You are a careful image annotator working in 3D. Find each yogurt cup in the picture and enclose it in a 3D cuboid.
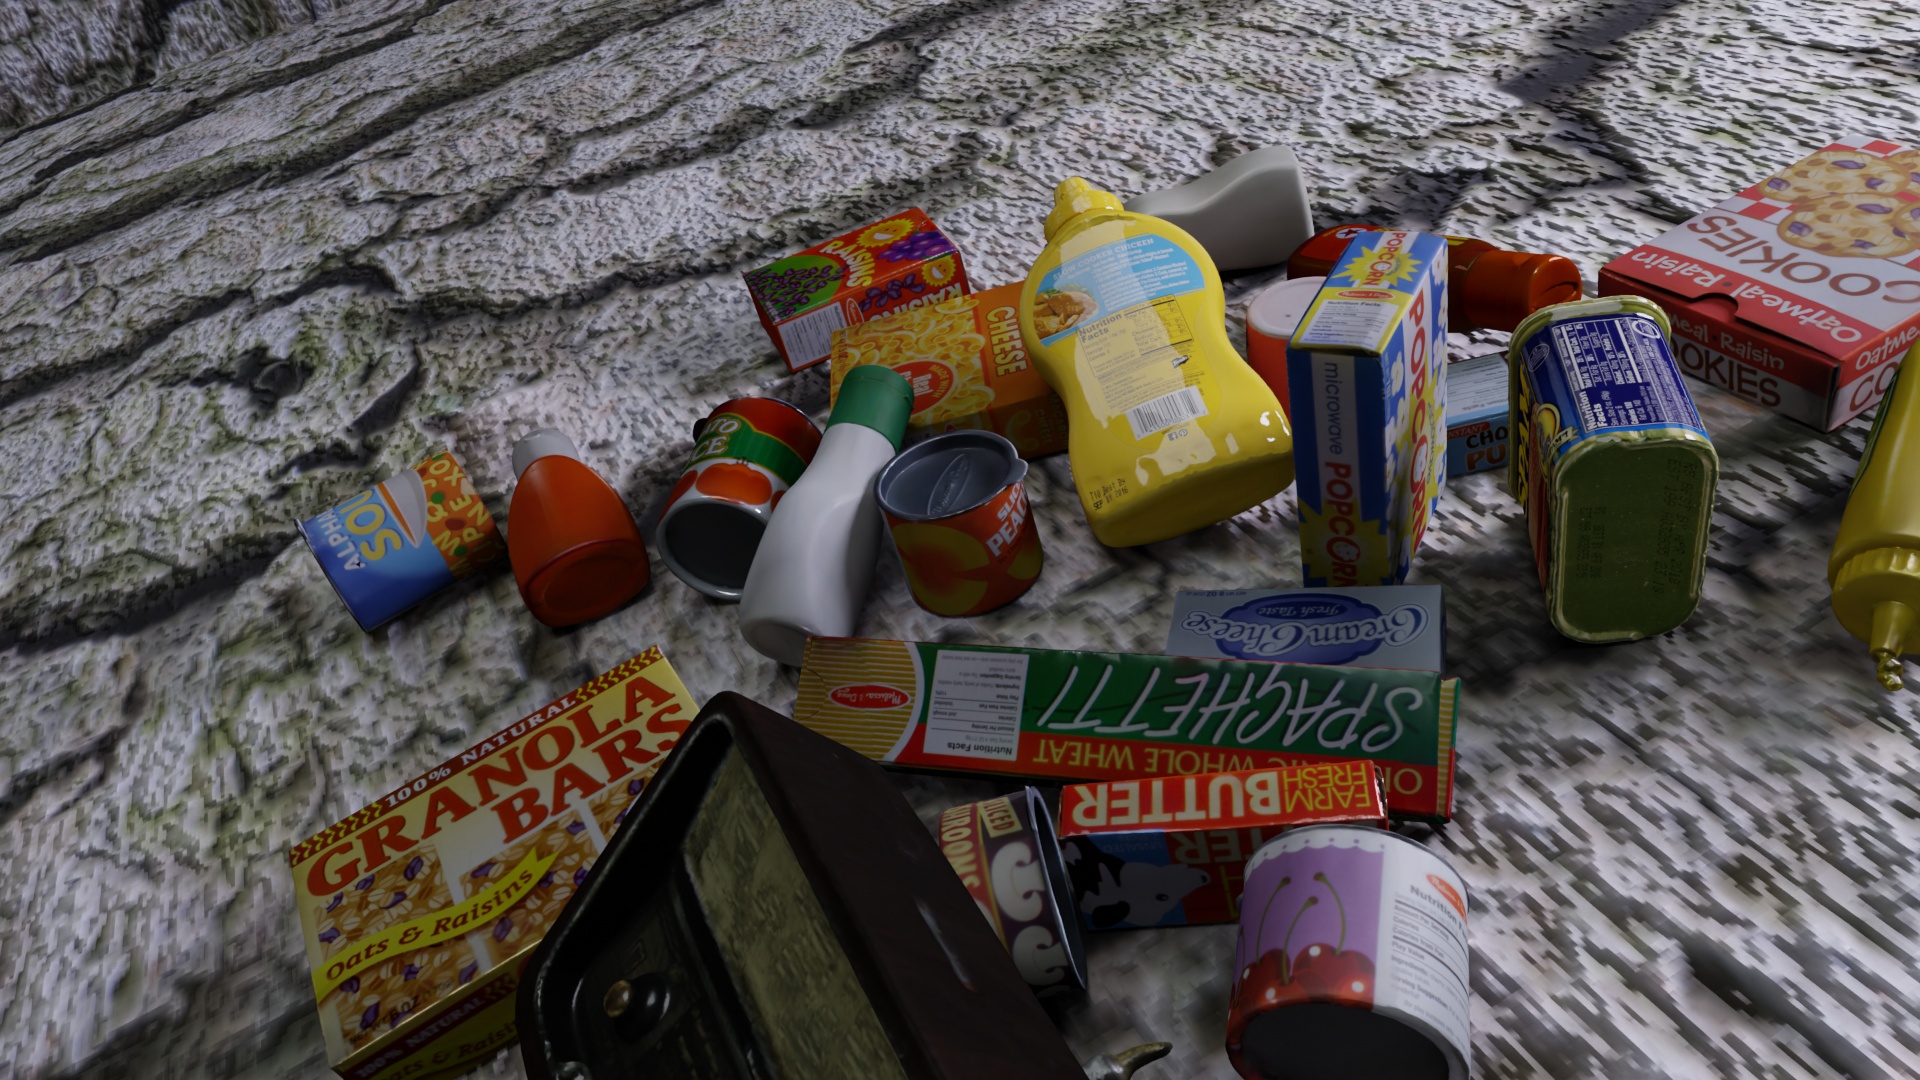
[{"bbox_3d":[0.168,-0.091,0.670,0.072,0.053,0.073,-11,37,9],"label":"yogurt cup"}]

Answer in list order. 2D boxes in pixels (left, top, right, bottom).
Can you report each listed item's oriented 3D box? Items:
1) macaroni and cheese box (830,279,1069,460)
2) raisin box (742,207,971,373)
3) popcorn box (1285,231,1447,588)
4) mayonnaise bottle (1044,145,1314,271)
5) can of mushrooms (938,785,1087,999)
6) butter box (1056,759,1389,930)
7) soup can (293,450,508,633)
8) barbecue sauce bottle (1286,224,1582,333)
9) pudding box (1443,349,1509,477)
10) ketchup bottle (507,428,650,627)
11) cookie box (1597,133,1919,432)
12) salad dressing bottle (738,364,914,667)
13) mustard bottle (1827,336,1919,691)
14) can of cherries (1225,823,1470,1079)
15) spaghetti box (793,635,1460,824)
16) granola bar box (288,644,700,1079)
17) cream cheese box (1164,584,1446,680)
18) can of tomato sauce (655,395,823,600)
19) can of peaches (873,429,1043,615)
[{"bbox_3d":[0.015,-0.088,0.742,0.166,0.040,0.124,-14,38,6],"label":"macaroni and cheese box"},{"bbox_3d":[-0.066,-0.160,0.871,0.123,0.040,0.086,-23,35,-8],"label":"raisin box"},{"bbox_3d":[0.165,-0.048,0.554,0.038,0.126,0.085,11,45,29],"label":"popcorn box"},{"bbox_3d":[0.123,-0.175,0.794,0.148,0.064,0.041,-15,37,9],"label":"mayonnaise bottle"},{"bbox_3d":[0.017,0.114,0.451,0.033,0.070,0.071,-15,36,6],"label":"can of mushrooms"},{"bbox_3d":[0.087,0.101,0.454,0.103,0.053,0.024,-8,39,14],"label":"butter box"},{"bbox_3d":[-0.293,-0.002,0.732,0.084,0.071,0.071,-32,38,-19],"label":"soup can"},{"bbox_3d":[0.229,-0.126,0.677,0.065,0.043,0.149,-24,25,-20],"label":"barbecue sauce bottle"},{"bbox_3d":[0.246,-0.060,0.618,0.084,0.030,0.050,-13,35,6],"label":"pudding box"},{"bbox_3d":[-0.210,-0.014,0.736,0.065,0.043,0.149,-25,36,-11],"label":"ketchup bottle"},{"bbox_3d":[0.398,-0.123,0.628,0.168,0.040,0.123,-27,37,-13],"label":"cookie box"},{"bbox_3d":[-0.057,-0.015,0.639,0.044,0.064,0.148,1,54,23],"label":"salad dressing bottle"},{"bbox_3d":[0.338,-0.009,0.486,0.049,0.065,0.161,17,52,33],"label":"mustard bottle"},{"bbox_3d":[0.111,0.127,0.403,0.071,0.071,0.059,-2,40,20],"label":"can of cherries"},{"bbox_3d":[0.053,0.068,0.515,0.250,0.028,0.050,1,74,24],"label":"spaghetti box"},{"bbox_3d":[-0.166,0.124,0.541,0.166,0.039,0.124,-30,38,-16],"label":"granola bar box"},{"bbox_3d":[0.132,0.044,0.535,0.104,0.024,0.054,-2,40,20],"label":"cream cheese box"},{"bbox_3d":[-0.108,-0.022,0.683,0.071,0.071,0.083,-7,38,15],"label":"can of tomato sauce"},{"bbox_3d":[0.002,-0.008,0.628,0.071,0.057,0.071,-11,36,8],"label":"can of peaches"}]
